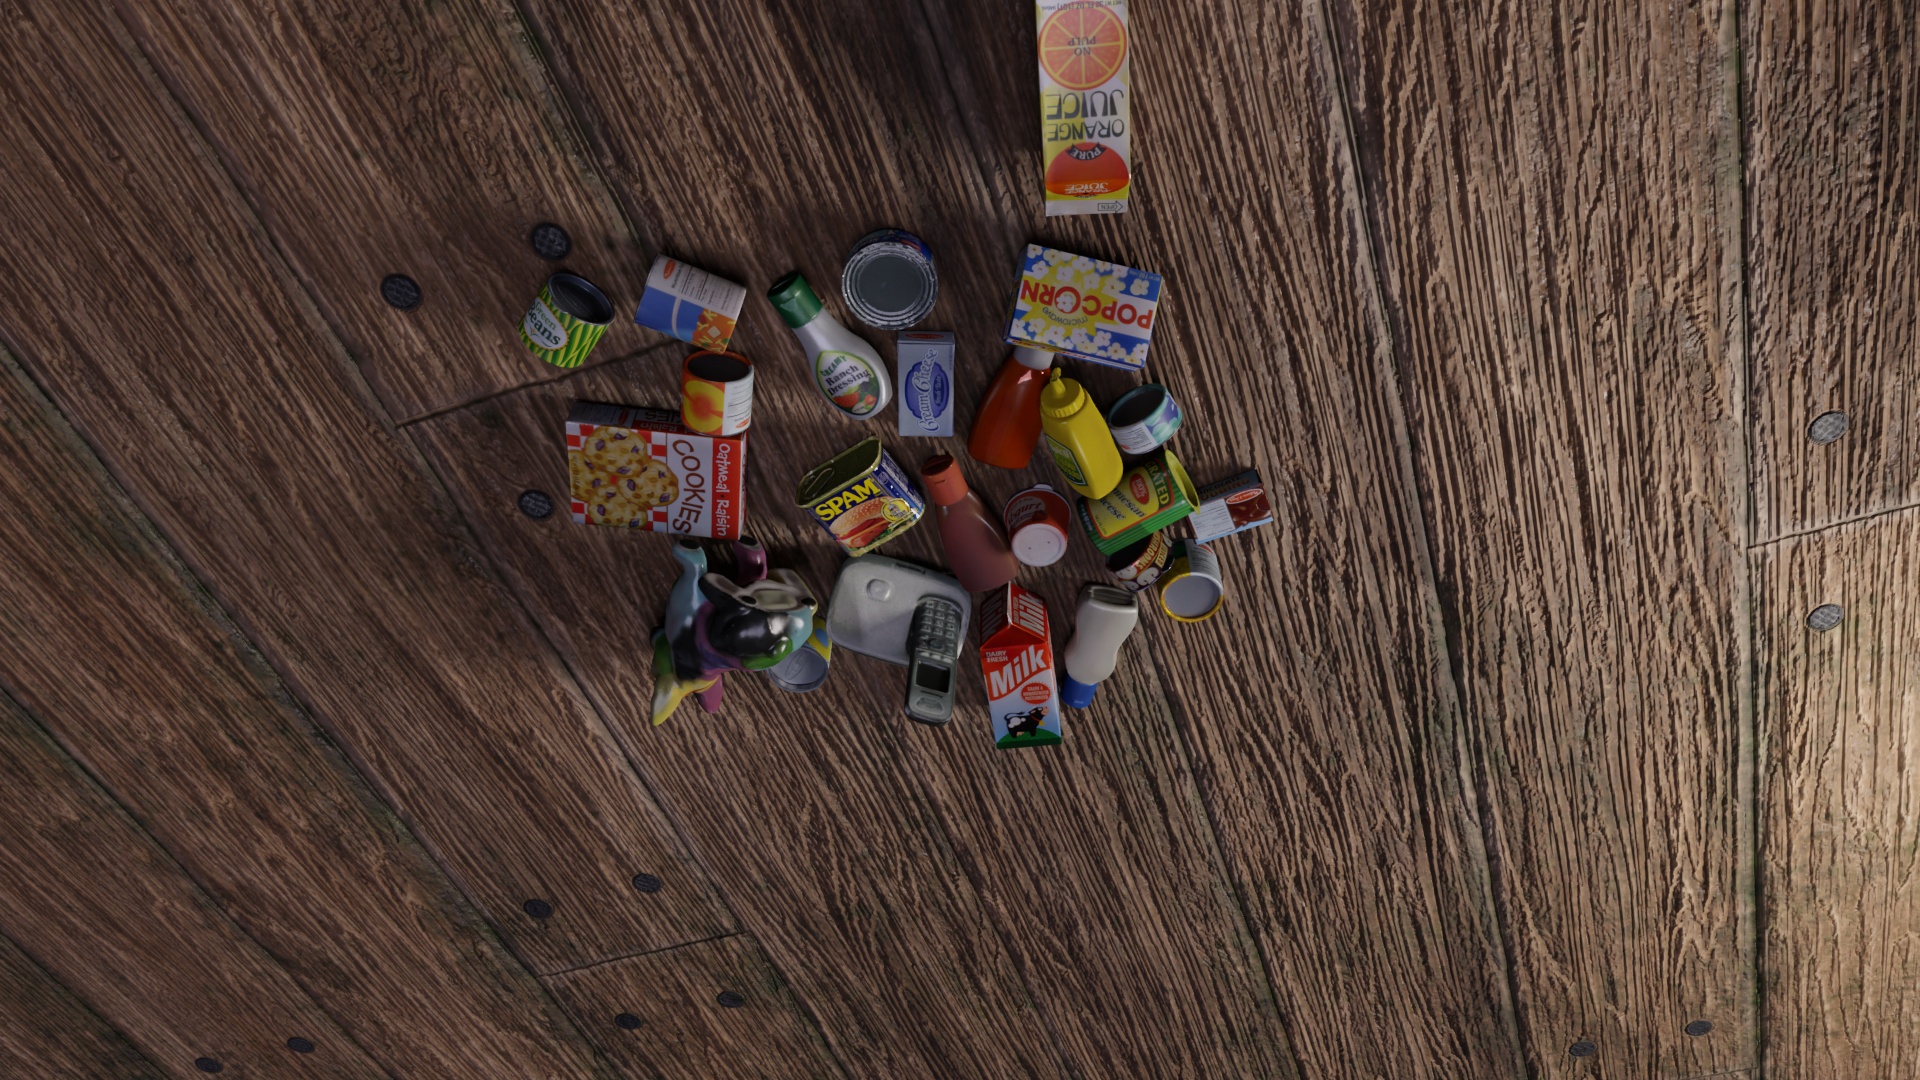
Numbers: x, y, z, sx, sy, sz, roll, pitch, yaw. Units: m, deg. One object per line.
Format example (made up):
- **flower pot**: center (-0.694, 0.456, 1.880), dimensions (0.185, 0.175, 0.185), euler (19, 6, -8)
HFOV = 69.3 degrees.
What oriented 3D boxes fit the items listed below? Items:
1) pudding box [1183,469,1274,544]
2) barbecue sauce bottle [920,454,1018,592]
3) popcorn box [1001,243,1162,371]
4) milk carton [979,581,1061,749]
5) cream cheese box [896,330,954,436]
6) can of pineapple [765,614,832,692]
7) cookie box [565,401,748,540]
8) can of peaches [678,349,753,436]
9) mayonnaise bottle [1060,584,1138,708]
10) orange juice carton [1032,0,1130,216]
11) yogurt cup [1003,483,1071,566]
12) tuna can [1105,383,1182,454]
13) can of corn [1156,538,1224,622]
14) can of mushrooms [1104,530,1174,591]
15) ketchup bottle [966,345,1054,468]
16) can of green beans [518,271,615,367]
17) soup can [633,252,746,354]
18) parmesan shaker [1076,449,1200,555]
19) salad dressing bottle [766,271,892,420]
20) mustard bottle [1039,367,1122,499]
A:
- **pudding box**: center (0.265, -0.033, 1.384), dimensions (0.083, 0.030, 0.049), euler (-19, 122, 14)
- **barbecue sauce bottle**: center (0.005, -0.017, 1.389), dimensions (0.065, 0.044, 0.148), euler (-18, 123, 14)
- **popcorn box**: center (0.108, -0.205, 1.231), dimensions (0.127, 0.038, 0.085), euler (12, 88, -8)
- **milk carton**: center (0.062, 0.129, 1.475), dimensions (0.073, 0.073, 0.189), euler (-6, 125, 5)
- **cream cheese box**: center (-0.032, -0.146, 1.308), dimensions (0.053, 0.024, 0.103), euler (1, 126, 0)
- **can of pineapple**: center (-0.172, 0.117, 1.478), dimensions (0.071, 0.058, 0.070), euler (0, 125, 0)
- **cookie box**: center (-0.294, -0.067, 1.358), dimensions (0.167, 0.040, 0.122), euler (6, 128, -4)
- **can of peaches**: center (-0.228, -0.139, 1.291), dimensions (0.071, 0.071, 0.057), euler (7, 126, -5)
- **mayonnaise bottle**: center (0.142, 0.115, 1.485), dimensions (0.065, 0.041, 0.147), euler (11, 126, -6)
- **orange juice carton**: center (0.099, -0.355, 1.128), dimensions (0.072, 0.073, 0.191), euler (-4, 126, 3)
- **yogurt cup**: center (0.078, -0.011, 1.387), dimensions (0.072, 0.054, 0.072), euler (0, 127, 1)
- **tuna can**: center (0.173, -0.117, 1.305), dimensions (0.071, 0.071, 0.032), euler (-28, 120, 19)
- **can of corn**: center (0.232, 0.043, 1.421), dimensions (0.071, 0.058, 0.070), euler (0, 125, 1)
- **can of mushrooms**: center (0.181, 0.015, 1.395), dimensions (0.071, 0.071, 0.033), euler (-38, 115, 25)
- **ketchup bottle**: center (0.055, -0.138, 1.301), dimensions (0.065, 0.044, 0.148), euler (10, 125, -14)
- **can of green beans**: center (-0.355, -0.198, 1.249), dimensions (0.071, 0.071, 0.057), euler (33, 120, -21)
- **soup can**: center (-0.242, -0.209, 1.241), dimensions (0.084, 0.072, 0.071), euler (20, 124, -13)
- **parmesan shaker**: center (0.174, -0.034, 1.358), dimensions (0.103, 0.072, 0.071), euler (-29, 120, 19)
- **salad dressing bottle**: center (-0.121, -0.178, 1.275), dimensions (0.064, 0.044, 0.147), euler (-26, 121, 19)
- **mustard bottle**: center (0.105, -0.105, 1.293), dimensions (0.049, 0.065, 0.159), euler (-43, 139, -12)
